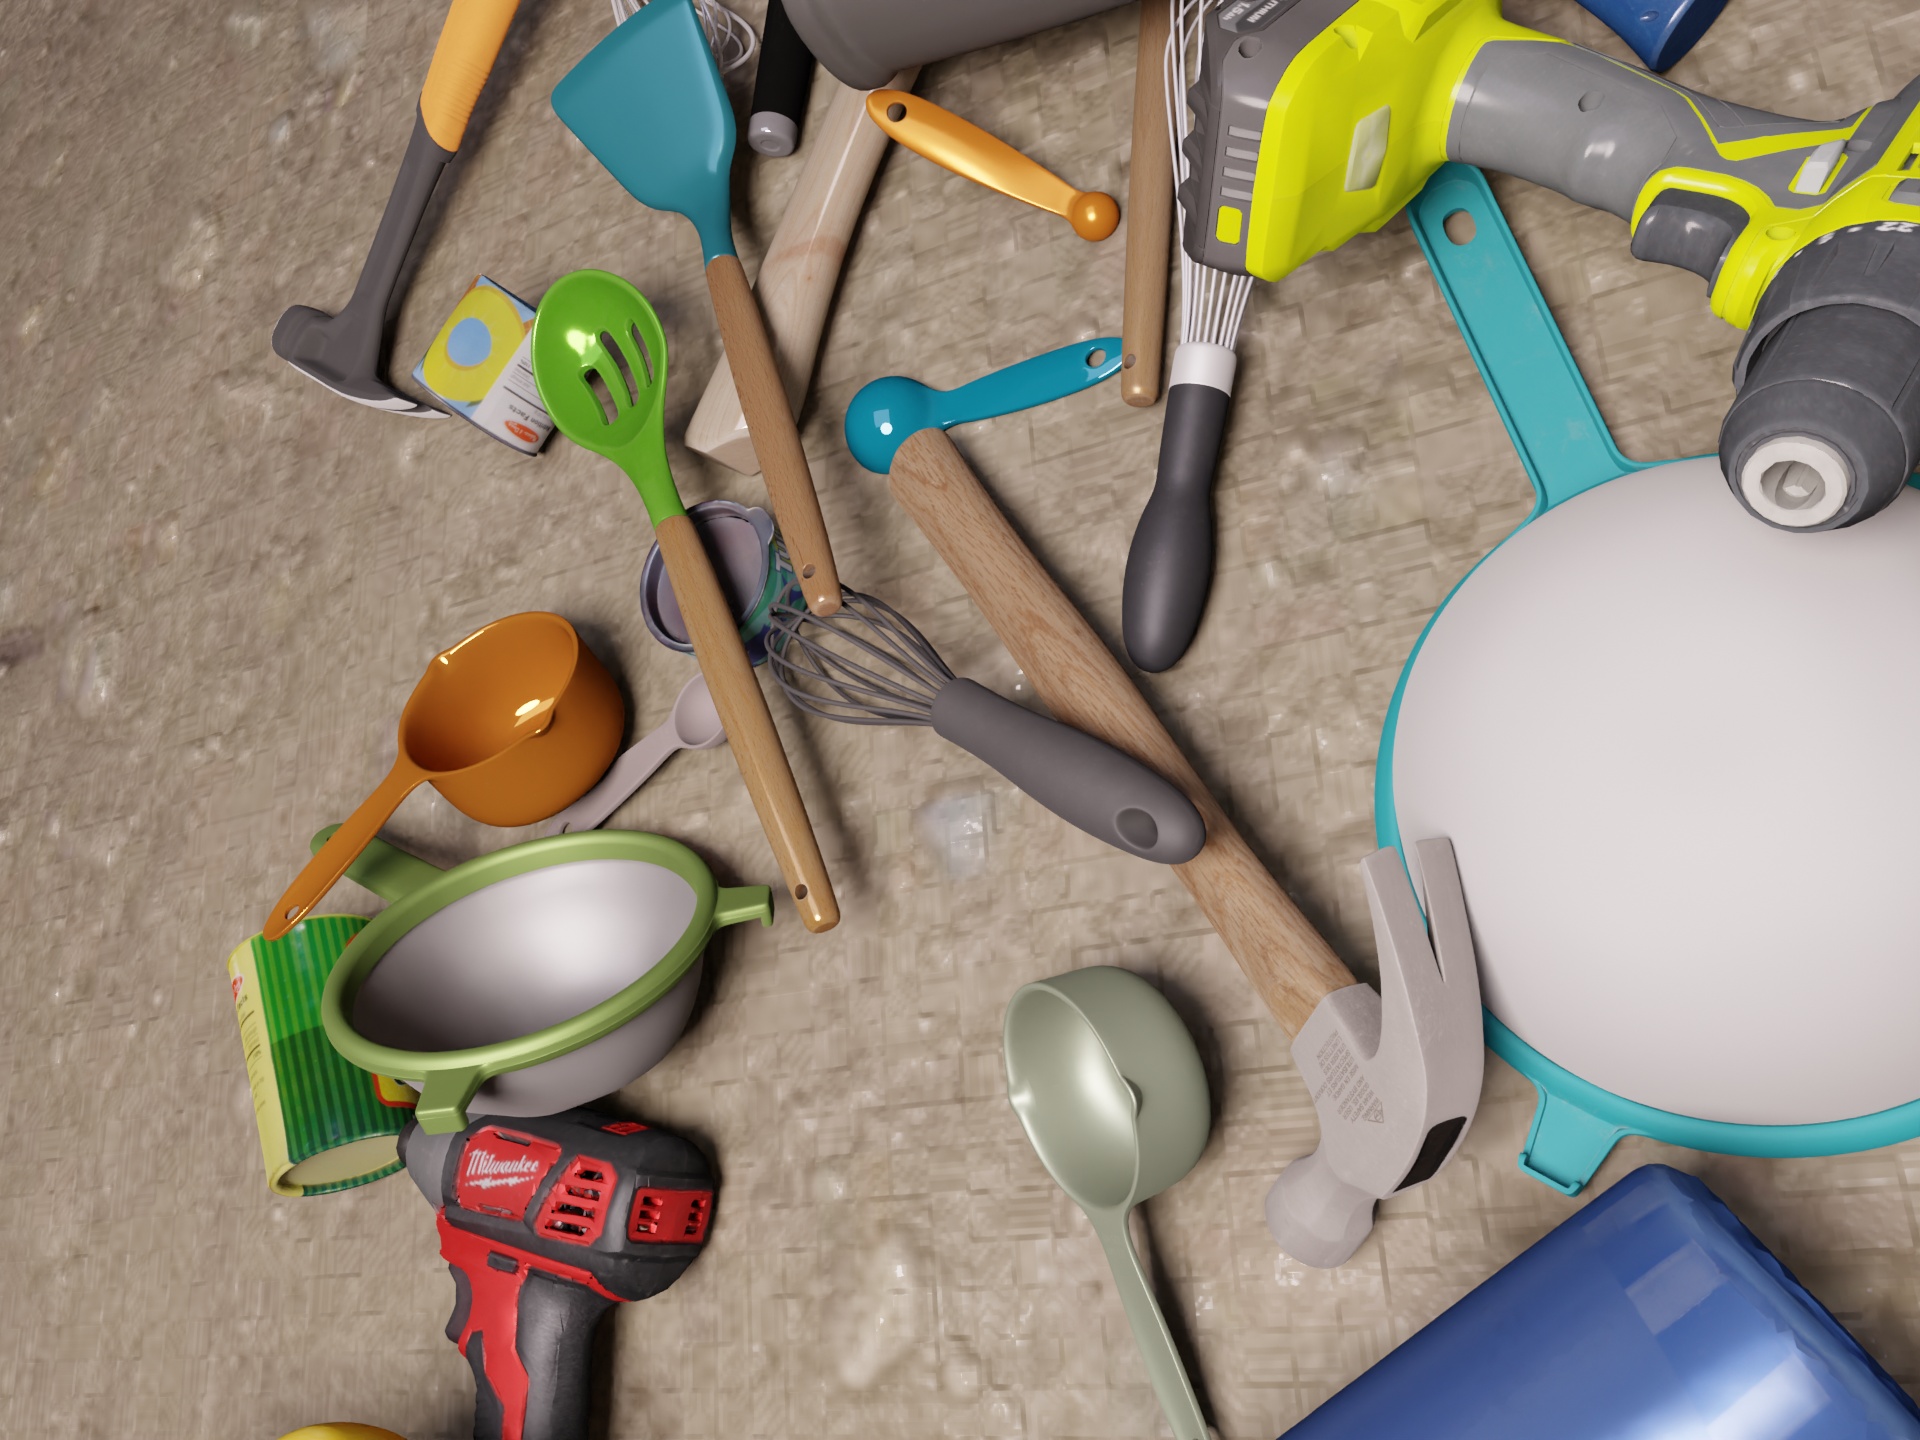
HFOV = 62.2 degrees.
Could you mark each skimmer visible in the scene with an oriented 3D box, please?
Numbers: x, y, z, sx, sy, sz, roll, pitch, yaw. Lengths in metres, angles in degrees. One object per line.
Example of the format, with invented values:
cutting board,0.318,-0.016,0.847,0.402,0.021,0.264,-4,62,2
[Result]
skimmer,-0.078,-0.443,0.726,0.127,0.090,0.363,1,78,30

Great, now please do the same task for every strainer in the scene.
strainer,0.192,-0.047,0.459,0.211,0.095,0.341,-25,66,22
strainer,-0.196,0.099,0.649,0.256,0.151,0.069,14,126,44

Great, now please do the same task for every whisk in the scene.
whisk,-0.171,-0.380,0.796,0.059,0.057,0.247,-25,56,-17
whisk,-0.002,-0.001,0.556,0.239,0.055,0.055,29,91,48
whisk,0.094,-0.156,0.574,0.070,0.070,0.284,7,85,31

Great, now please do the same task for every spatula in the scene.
spatula,-0.100,-0.172,0.650,0.082,0.044,0.318,-31,58,19

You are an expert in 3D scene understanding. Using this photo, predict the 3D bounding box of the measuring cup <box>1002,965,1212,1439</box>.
measuring cup,0.064,0.158,0.509,0.083,0.038,0.167,-29,80,62

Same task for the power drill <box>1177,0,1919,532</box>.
power drill,0.180,-0.144,0.445,0.229,0.080,0.190,28,54,24

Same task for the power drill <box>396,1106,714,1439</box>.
power drill,-0.181,0.254,0.602,0.143,0.078,0.220,5,76,31

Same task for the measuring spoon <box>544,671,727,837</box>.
measuring spoon,-0.135,0.023,0.678,0.124,0.018,0.034,-38,53,23

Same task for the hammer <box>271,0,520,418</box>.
hammer,-0.251,-0.320,0.799,0.127,0.034,0.337,29,100,33

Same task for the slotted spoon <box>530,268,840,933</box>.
slotted spoon,-0.108,-0.056,0.634,0.070,0.031,0.314,-36,63,24

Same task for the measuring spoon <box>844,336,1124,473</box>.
measuring spoon,0.006,-0.133,0.633,0.128,0.021,0.042,-13,70,26

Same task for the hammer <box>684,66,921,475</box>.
hammer,-0.030,-0.303,0.691,0.146,0.038,0.410,25,91,40

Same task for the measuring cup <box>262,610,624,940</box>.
measuring cup,-0.212,0.034,0.664,0.095,0.052,0.174,24,68,41

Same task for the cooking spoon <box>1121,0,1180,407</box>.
cooking spoon,0.079,-0.273,0.632,0.069,0.017,0.319,-7,72,39

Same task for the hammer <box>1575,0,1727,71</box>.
hammer,0.112,-0.370,0.589,0.406,0.035,0.144,45,101,20

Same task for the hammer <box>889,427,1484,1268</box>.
hammer,0.058,0.008,0.535,0.332,0.031,0.130,57,143,35

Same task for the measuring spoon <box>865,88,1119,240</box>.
measuring spoon,0.011,-0.225,0.636,0.117,0.011,0.021,30,95,8
